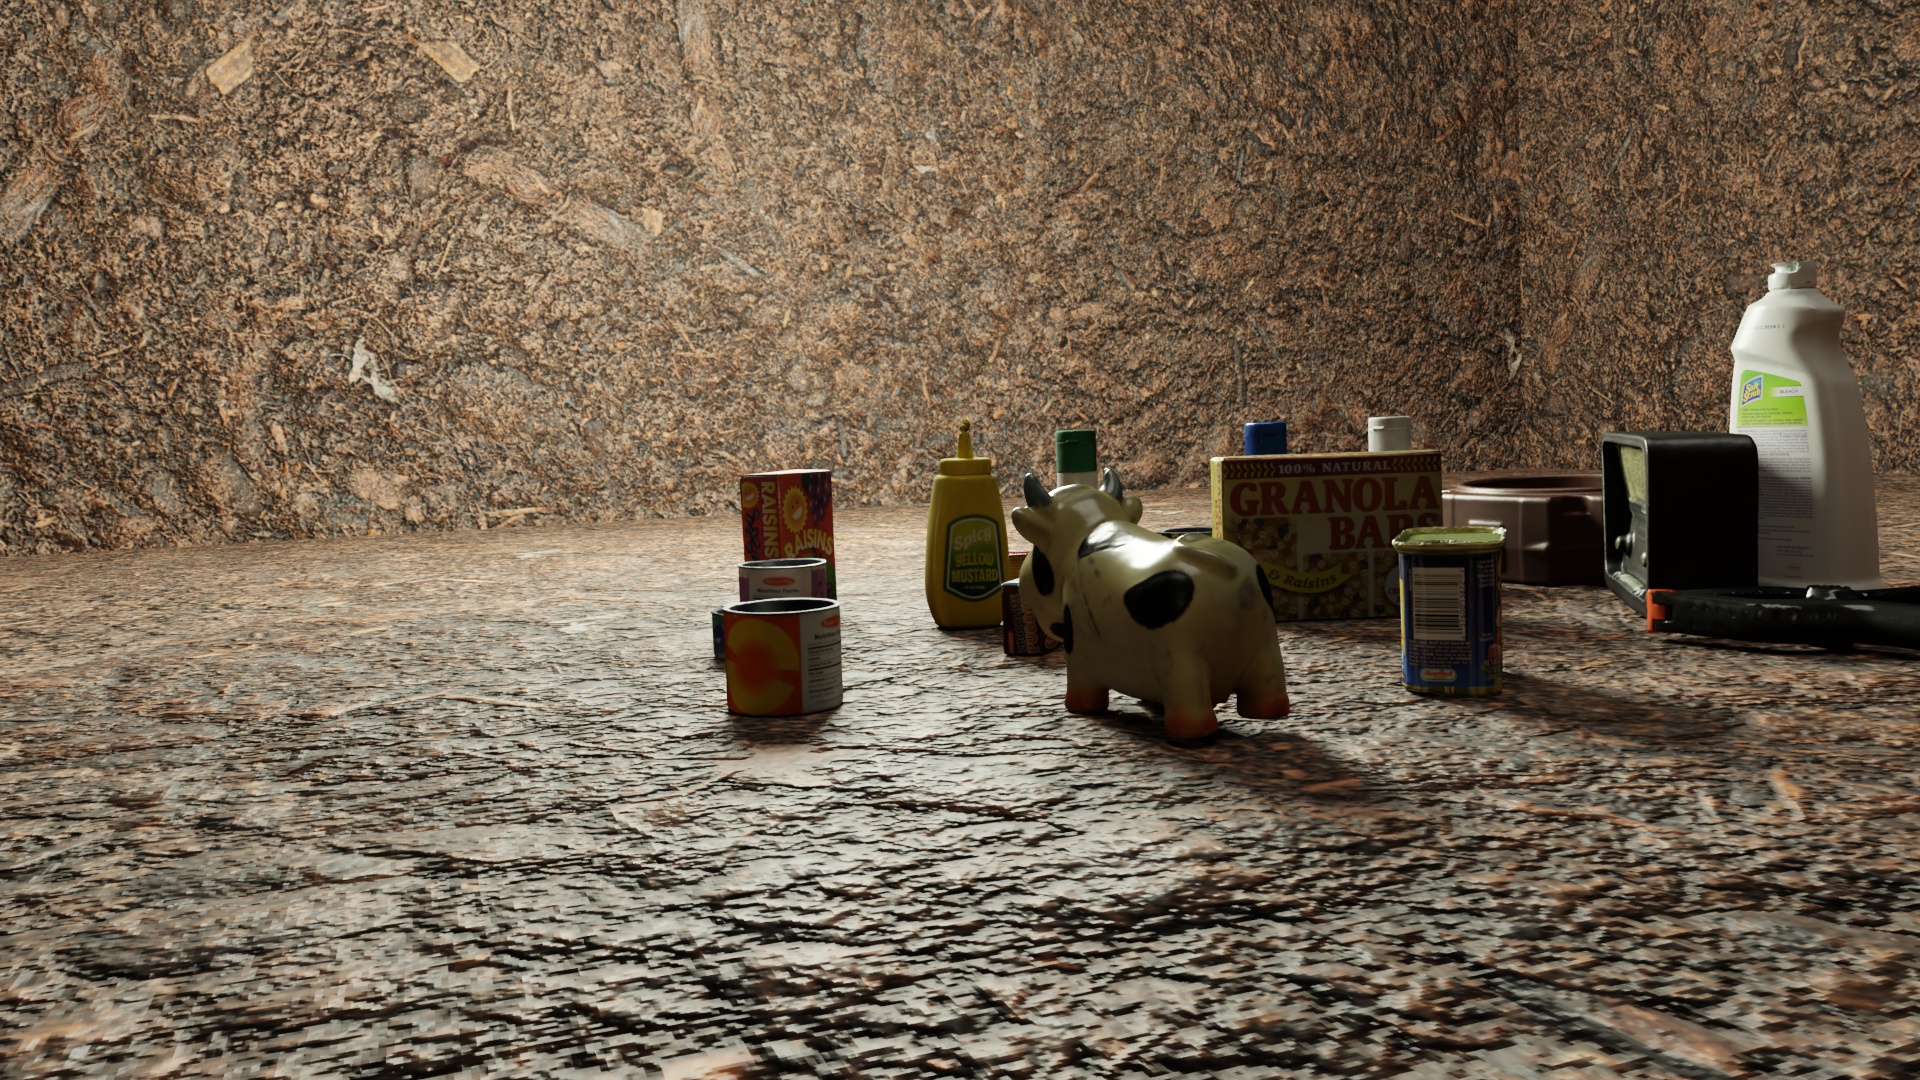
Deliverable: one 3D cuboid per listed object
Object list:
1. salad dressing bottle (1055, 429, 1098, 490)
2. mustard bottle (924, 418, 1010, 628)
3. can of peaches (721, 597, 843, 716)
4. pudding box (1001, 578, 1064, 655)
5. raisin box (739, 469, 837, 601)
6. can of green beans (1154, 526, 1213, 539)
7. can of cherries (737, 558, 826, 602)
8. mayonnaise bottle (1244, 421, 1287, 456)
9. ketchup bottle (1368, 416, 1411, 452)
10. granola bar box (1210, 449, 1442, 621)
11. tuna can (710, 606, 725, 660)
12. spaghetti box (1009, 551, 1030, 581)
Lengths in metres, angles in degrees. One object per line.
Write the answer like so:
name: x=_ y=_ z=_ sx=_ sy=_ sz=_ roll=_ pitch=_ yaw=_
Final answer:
salad dressing bottle: x=0.106 y=-0.026 z=1.250 sx=0.064 sy=0.147 sz=0.044 roll=-1 pitch=4 yaw=15
mustard bottle: x=0.004 y=-0.013 z=1.067 sx=0.065 sy=0.160 sz=0.049 roll=-3 pitch=4 yaw=-14
can of peaches: x=-0.101 y=0.065 z=0.783 sx=0.071 sy=0.058 sz=0.071 roll=-2 pitch=4 yaw=0
pudding box: x=0.055 y=0.049 z=0.958 sx=0.030 sy=0.049 sz=0.084 roll=-1 pitch=5 yaw=19
raisin box: x=-0.141 y=0.004 z=1.147 sx=0.040 sy=0.123 sz=0.086 roll=0 pitch=5 yaw=26
can of green beans: x=0.207 y=0.019 z=1.208 sx=0.071 sy=0.057 sz=0.071 roll=-2 pitch=4 yaw=0
can of cherries: x=-0.132 y=0.045 z=1.042 sx=0.071 sy=0.058 sz=0.071 roll=-2 pitch=4 yaw=0
mayonnaise bottle: x=0.270 y=-0.030 z=1.226 sx=0.065 sy=0.148 sz=0.041 roll=-2 pitch=4 yaw=-3
ketchup bottle: x=0.385 y=-0.036 z=1.242 sx=0.044 sy=0.148 sz=0.064 roll=-6 pitch=5 yaw=-41
granola bar box: x=0.275 y=-0.004 z=1.042 sx=0.166 sy=0.124 sz=0.039 roll=-2 pitch=4 yaw=-2
tuna can: x=-0.143 y=0.064 z=0.974 sx=0.071 sy=0.033 sz=0.071 roll=-2 pitch=4 yaw=0
spaghetti box: x=0.161 y=0.030 z=1.138 sx=0.250 sy=0.050 sz=0.029 roll=-2 pitch=4 yaw=0
